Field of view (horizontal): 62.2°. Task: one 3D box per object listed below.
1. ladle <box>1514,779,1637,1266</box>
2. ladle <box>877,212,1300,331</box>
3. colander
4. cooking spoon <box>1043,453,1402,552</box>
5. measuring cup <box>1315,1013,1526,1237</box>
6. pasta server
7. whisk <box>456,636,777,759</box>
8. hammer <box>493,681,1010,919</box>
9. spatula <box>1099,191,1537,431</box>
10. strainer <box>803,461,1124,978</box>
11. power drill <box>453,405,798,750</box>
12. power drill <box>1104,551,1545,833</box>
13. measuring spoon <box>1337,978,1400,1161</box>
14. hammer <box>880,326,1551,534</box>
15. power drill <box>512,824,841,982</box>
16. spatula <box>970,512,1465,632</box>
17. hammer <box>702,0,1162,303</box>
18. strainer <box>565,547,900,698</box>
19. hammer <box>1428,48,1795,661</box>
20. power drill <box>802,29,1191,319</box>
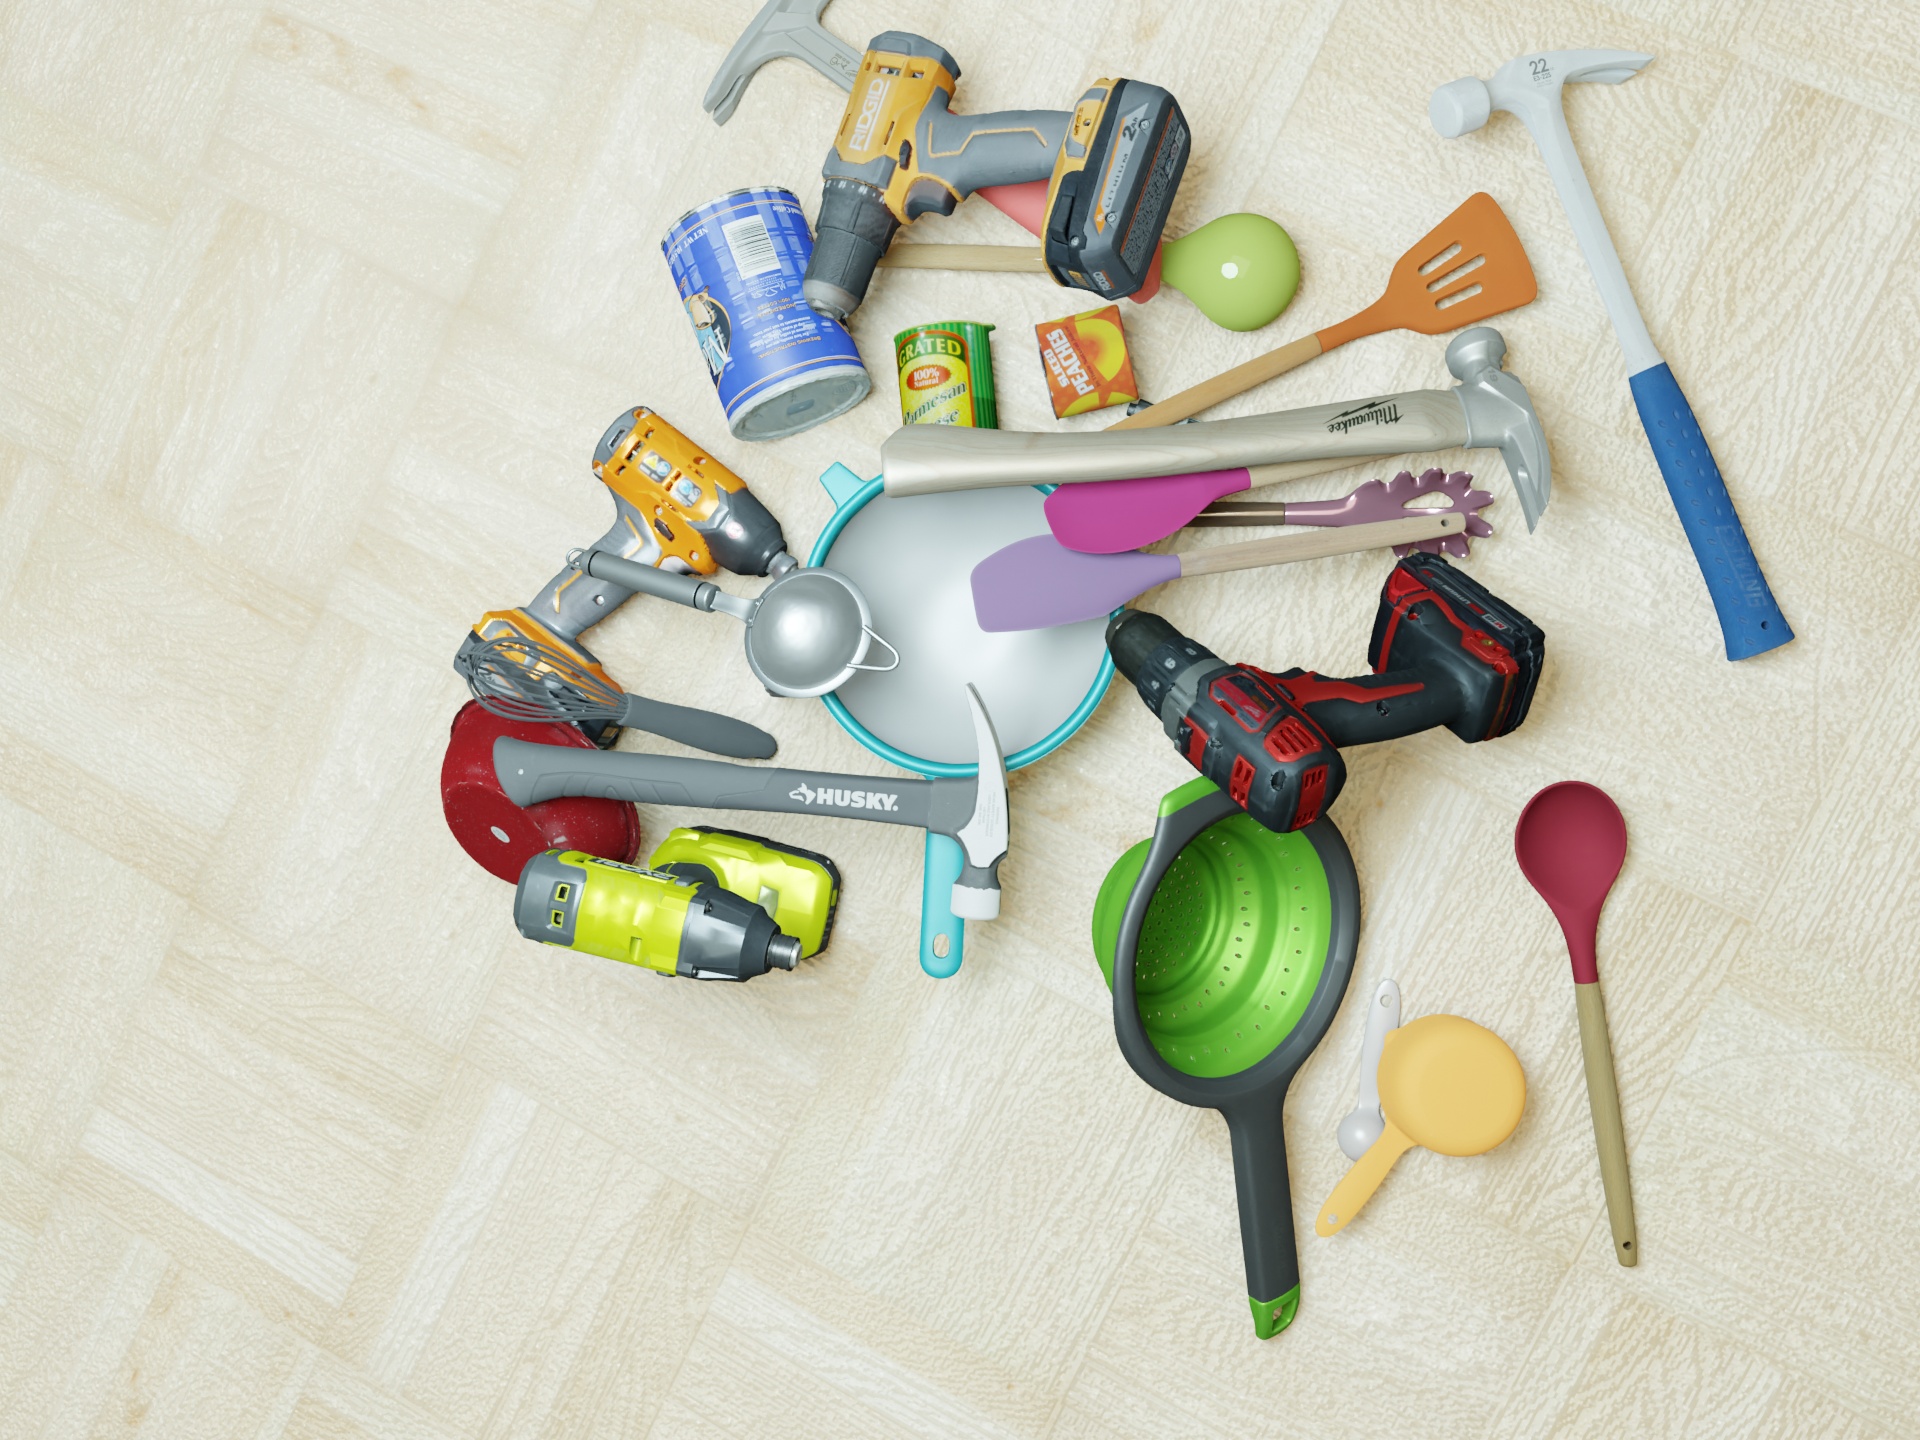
[{"bbox_3d":[0.409,0.194,1.024,0.069,0.031,0.315,-8,89,13],"label":"ladle"},{"bbox_3d":[0.071,-0.313,1.093,0.320,0.062,0.078,7,92,17],"label":"ladle"},{"bbox_3d":[0.163,0.213,1.036,0.204,0.094,0.397,-17,107,-31],"label":"colander"},{"bbox_3d":[0.208,-0.161,1.023,0.319,0.017,0.069,-14,61,-8],"label":"cooking spoon"},{"bbox_3d":[0.289,0.266,1.016,0.095,0.052,0.173,41,85,3],"label":"measuring cup"},{"bbox_3d":[0.189,-0.138,1.064,0.316,0.040,0.060,1,100,11],"label":"pasta server"},{"bbox_3d":[-0.222,-0.009,1.063,0.055,0.238,0.055,-24,58,45],"label":"whisk"},{"bbox_3d":[-0.134,0.037,1.011,0.335,0.035,0.146,5,94,6],"label":"hammer"},{"bbox_3d":[0.215,-0.242,1.050,0.322,0.041,0.081,-25,85,2],"label":"spatula"},{"bbox_3d":[-0.002,-0.003,1.065,0.211,0.095,0.340,3,90,2],"label":"strainer"},{"bbox_3d":[-0.230,-0.086,1.120,0.164,0.084,0.226,37,92,7],"label":"power drill"},{"bbox_3d":[0.218,-0.031,0.976,0.226,0.080,0.188,-19,43,-24],"label":"power drill"},{"bbox_3d":[0.274,0.233,1.051,0.034,0.018,0.124,9,90,11],"label":"measuring spoon"},{"bbox_3d":[0.157,-0.165,0.994,0.410,0.038,0.146,-6,59,-2],"label":"hammer"},{"bbox_3d":[-0.162,0.122,1.029,0.171,0.223,0.080,12,92,10],"label":"power drill"},{"bbox_3d":[0.163,-0.104,1.007,0.316,0.018,0.060,-8,83,-1],"label":"spatula"},{"bbox_3d":[-0.012,-0.385,1.079,0.359,0.036,0.149,41,96,18],"label":"hammer"},{"bbox_3d":[-0.158,-0.077,1.027,0.258,0.050,0.087,18,82,26],"label":"strainer"},{"bbox_3d":[0.437,-0.235,1.010,0.144,0.035,0.405,-22,89,-10],"label":"hammer"},{"bbox_3d":[0.011,-0.328,1.005,0.226,0.084,0.185,19,88,24],"label":"power drill"}]
